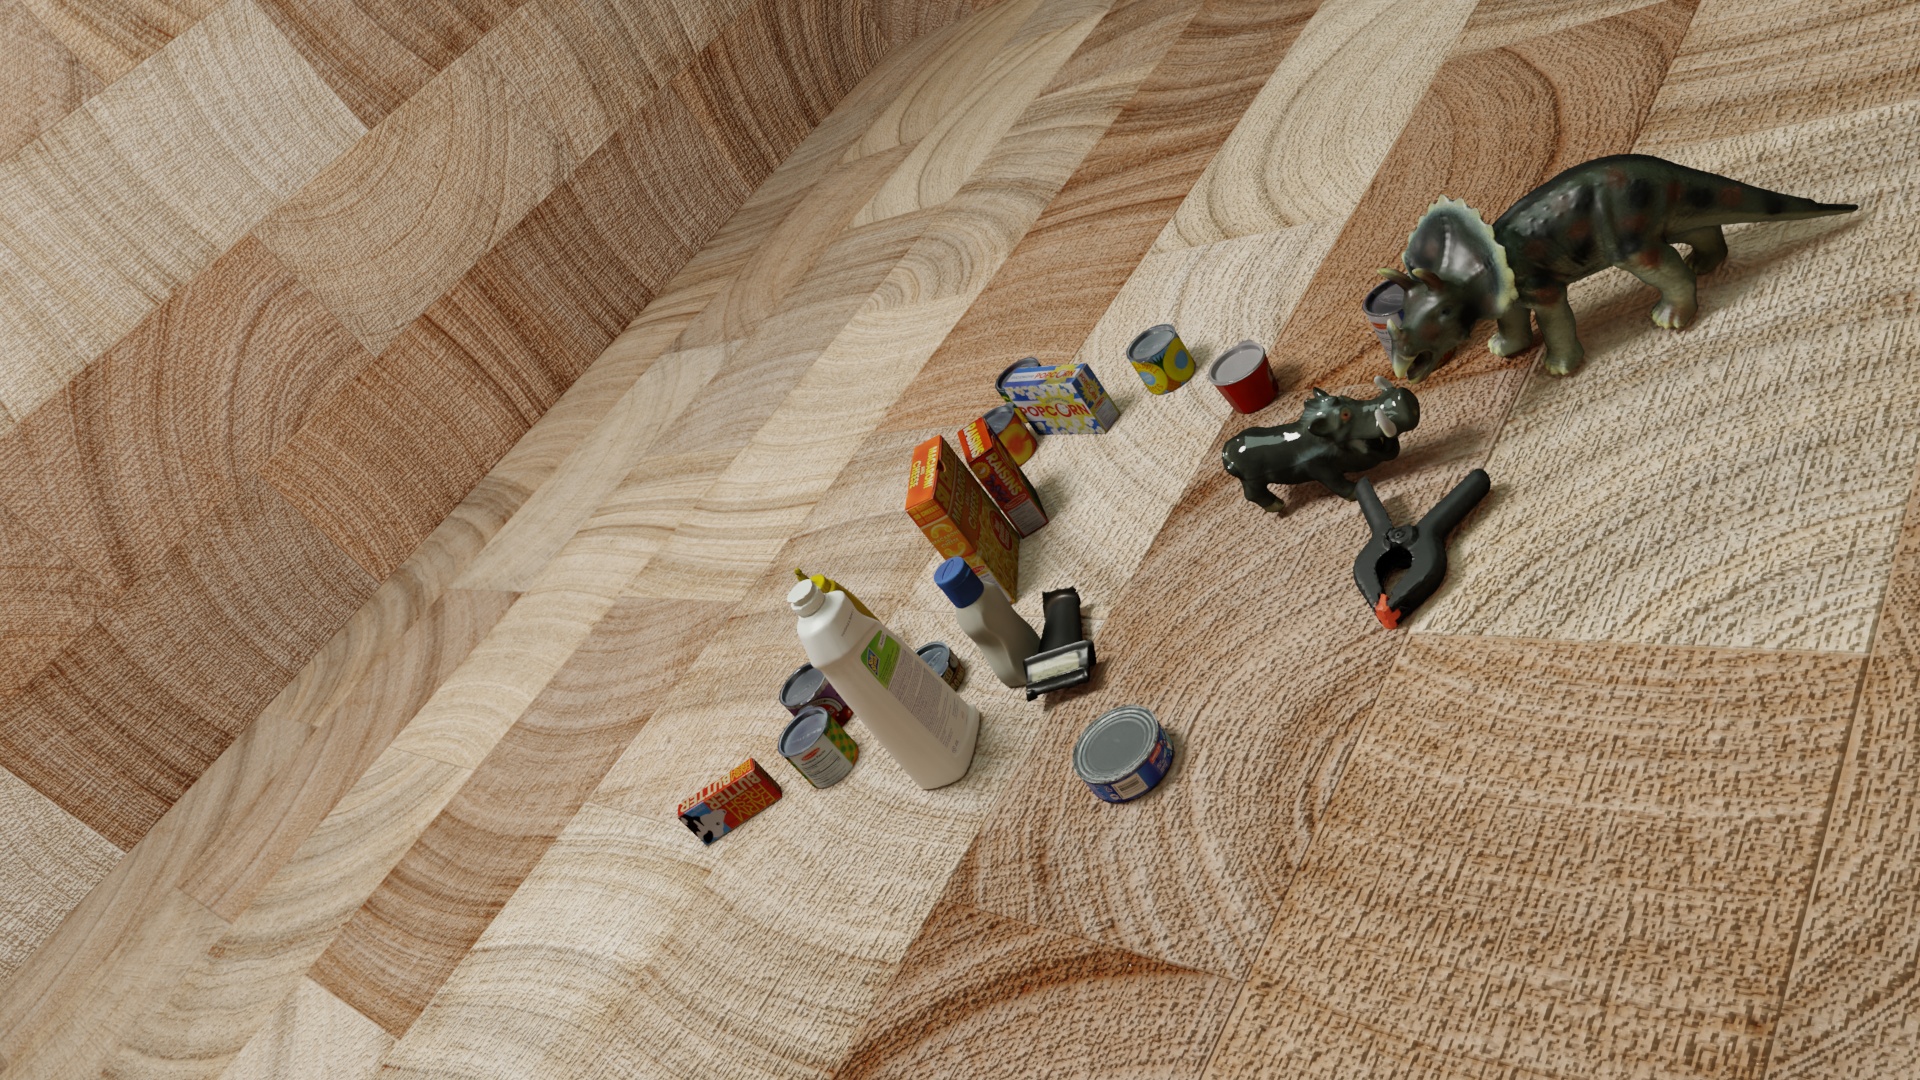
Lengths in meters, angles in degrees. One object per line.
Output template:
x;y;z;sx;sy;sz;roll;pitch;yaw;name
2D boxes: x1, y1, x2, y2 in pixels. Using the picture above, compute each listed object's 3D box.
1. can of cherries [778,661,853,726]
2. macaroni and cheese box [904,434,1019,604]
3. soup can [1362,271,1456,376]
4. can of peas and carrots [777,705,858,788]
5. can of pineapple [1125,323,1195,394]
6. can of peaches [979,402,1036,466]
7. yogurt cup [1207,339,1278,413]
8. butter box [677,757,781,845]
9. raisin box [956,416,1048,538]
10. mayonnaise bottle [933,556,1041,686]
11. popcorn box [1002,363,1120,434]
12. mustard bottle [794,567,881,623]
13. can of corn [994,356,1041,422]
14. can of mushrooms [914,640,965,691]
-0.158;0.178;1.545;0.071;0.058;0.072;-28;31;18;can of cherries
0.005;-0.019;1.534;0.040;0.166;0.124;-26;31;21;macaroni and cheese box
0.456;-0.219;1.405;0.071;0.083;0.072;-28;31;18;soup can
-0.151;0.219;1.478;0.071;0.058;0.071;-28;31;18;can of peas and carrots
0.240;-0.216;1.666;0.071;0.057;0.071;-28;31;18;can of pineapple
0.056;-0.129;1.746;0.071;0.058;0.071;-28;31;18;can of peaches
0.315;-0.177;1.532;0.072;0.053;0.073;-28;31;18;yogurt cup
-0.250;0.282;1.503;0.103;0.053;0.024;-34;29;7;butter box
0.049;-0.073;1.607;0.040;0.123;0.086;-33;29;10;raisin box
0.028;0.078;1.389;0.041;0.147;0.065;-14;37;36;mayonnaise bottle
0.123;-0.173;1.706;0.126;0.085;0.038;4;49;50;popcorn box
-0.139;0.084;1.553;0.048;0.159;0.066;-22;33;27;mustard bottle
0.087;-0.193;1.803;0.071;0.058;0.071;-28;31;18;can of corn
-0.029;0.143;1.478;0.071;0.033;0.071;-28;31;18;can of mushrooms
